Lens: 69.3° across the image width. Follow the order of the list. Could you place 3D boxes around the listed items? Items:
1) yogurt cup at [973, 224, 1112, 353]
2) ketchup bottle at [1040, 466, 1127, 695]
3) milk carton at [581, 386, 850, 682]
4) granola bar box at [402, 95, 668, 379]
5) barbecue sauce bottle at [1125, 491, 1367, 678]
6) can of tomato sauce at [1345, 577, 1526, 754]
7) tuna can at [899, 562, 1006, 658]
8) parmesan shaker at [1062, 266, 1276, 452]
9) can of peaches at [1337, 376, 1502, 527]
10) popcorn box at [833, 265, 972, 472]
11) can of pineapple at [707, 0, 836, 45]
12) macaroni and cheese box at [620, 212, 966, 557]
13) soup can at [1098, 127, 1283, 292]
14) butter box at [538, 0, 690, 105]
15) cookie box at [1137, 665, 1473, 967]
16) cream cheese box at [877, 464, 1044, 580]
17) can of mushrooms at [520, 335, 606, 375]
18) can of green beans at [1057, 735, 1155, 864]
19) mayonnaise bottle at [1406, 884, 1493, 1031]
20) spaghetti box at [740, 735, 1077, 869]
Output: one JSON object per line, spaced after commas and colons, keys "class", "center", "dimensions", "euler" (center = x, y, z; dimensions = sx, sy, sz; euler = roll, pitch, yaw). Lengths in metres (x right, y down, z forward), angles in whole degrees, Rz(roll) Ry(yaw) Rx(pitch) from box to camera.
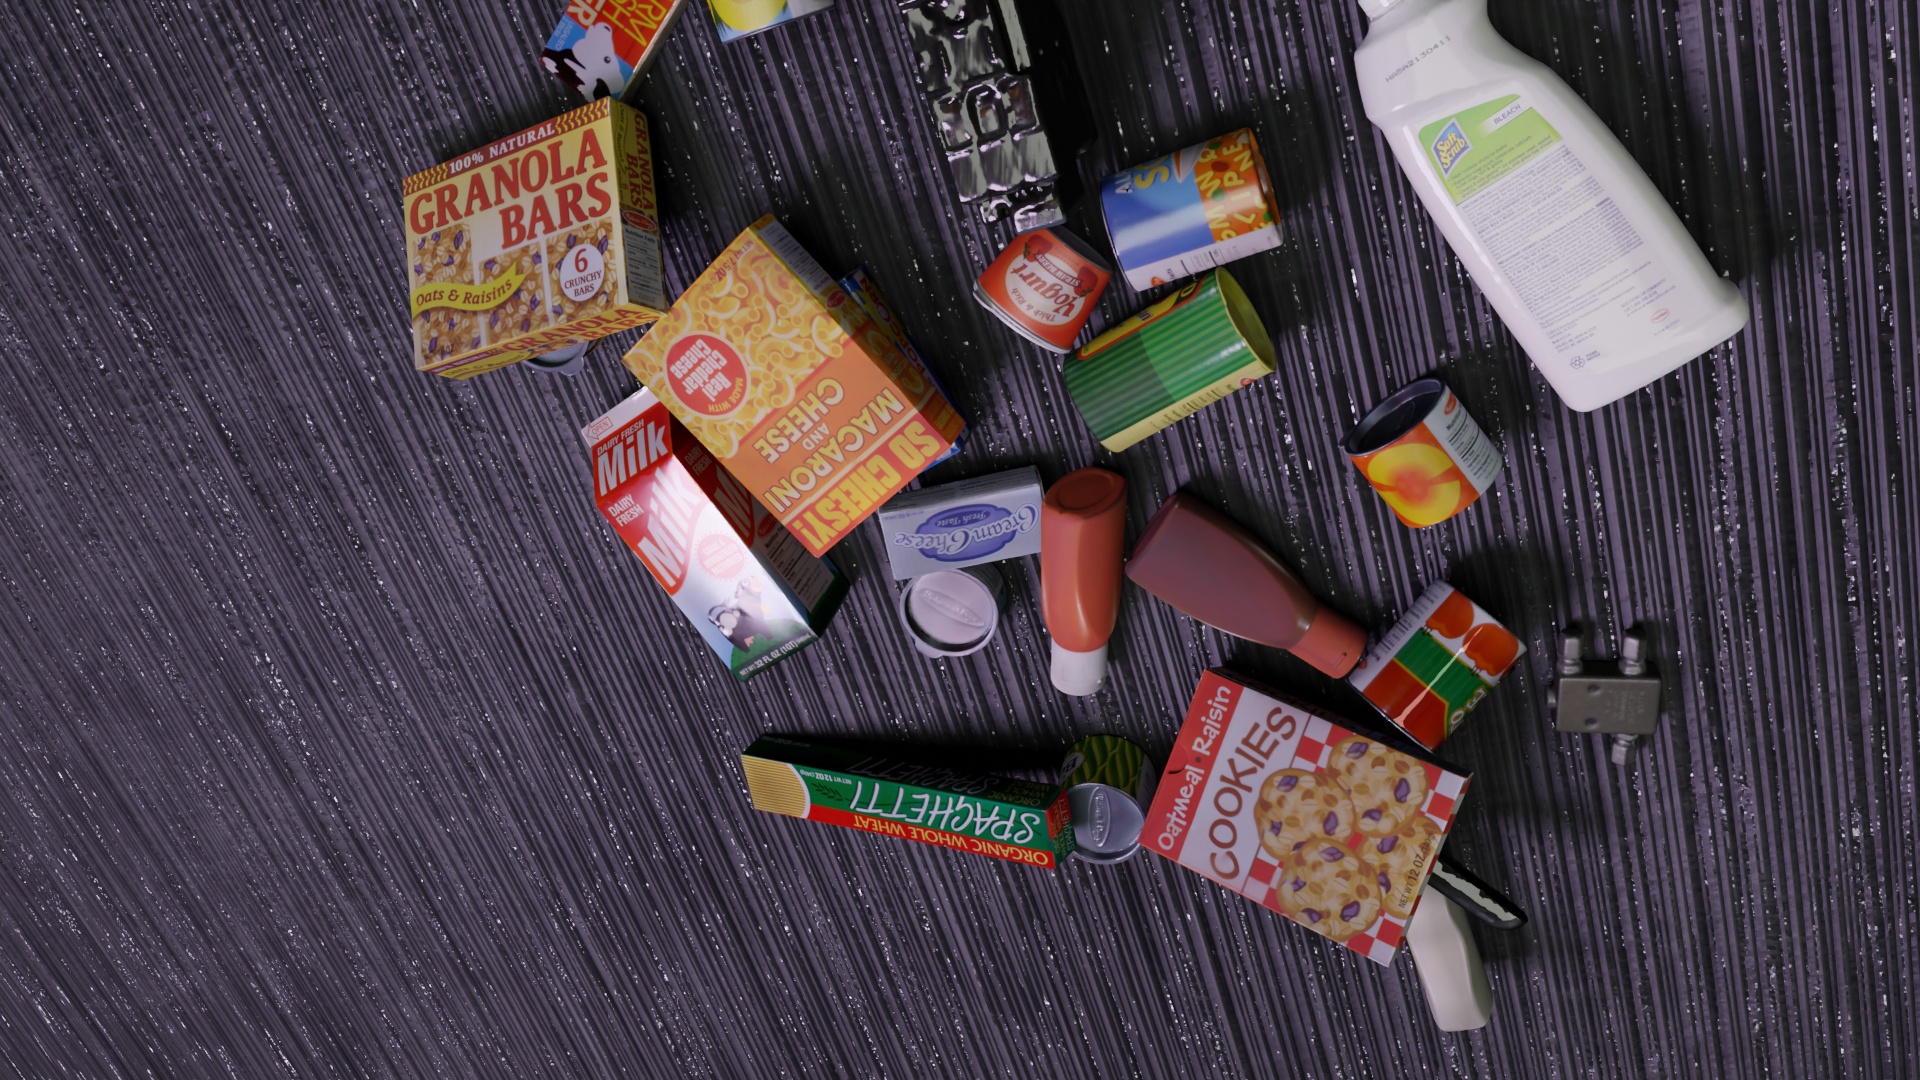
{"class": "yogurt cup", "center": [0.049, -0.147, 0.787], "dimensions": [0.072, 0.073, 0.053], "euler": [35, 111, -5]}
{"class": "ketchup bottle", "center": [0.076, 0.030, 0.871], "dimensions": [0.043, 0.065, 0.148], "euler": [20, 130, 28]}
{"class": "milk carton", "center": [-0.163, -0.011, 0.900], "dimensions": [0.072, 0.074, 0.190], "euler": [-29, 106, 25]}
{"class": "granola bar box", "center": [-0.253, -0.174, 0.820], "dimensions": [0.165, 0.039, 0.124], "euler": [-11, 82, 26]}
{"class": "barbecue sauce bottle", "center": [0.179, 0.032, 0.855], "dimensions": [0.148, 0.044, 0.064], "euler": [31, 116, -3]}
{"class": "can of tomato sauce", "center": [0.283, 0.075, 0.824], "dimensions": [0.071, 0.071, 0.083], "euler": [38, 98, -7]}
{"class": "tuna can", "center": [-0.005, 0.042, 0.910], "dimensions": [0.071, 0.033, 0.070], "euler": [6, 117, 11]}
{"class": "parmesan shaker", "center": [0.117, -0.101, 0.788], "dimensions": [0.103, 0.071, 0.071], "euler": [-28, 107, 24]}
{"class": "can of peaches", "center": [0.259, -0.048, 0.783], "dimensions": [0.071, 0.071, 0.058], "euler": [-36, 103, 26]}
{"class": "popcorn box", "center": [-0.063, -0.093, 0.855], "dimensions": [0.085, 0.038, 0.126], "euler": [-27, 107, 25]}
{"class": "can of pineapple", "center": [-0.108, -0.304, 0.746], "dimensions": [0.071, 0.071, 0.057], "euler": [-11, 112, 19]}
{"class": "macaroni and cheese box", "center": [-0.098, -0.089, 0.819], "dimensions": [0.123, 0.040, 0.166], "euler": [-38, 101, 28]}
{"class": "soup can", "center": [0.124, -0.181, 0.750], "dimensions": [0.083, 0.072, 0.071], "euler": [-16, 111, 20]}
{"class": "butter box", "center": [-0.193, -0.300, 0.792], "dimensions": [0.053, 0.024, 0.103], "euler": [38, 119, -7]}
{"class": "cookie box", "center": [0.209, 0.165, 0.857], "dimensions": [0.167, 0.040, 0.122], "euler": [23, 97, 25]}
{"class": "cream cheese box", "center": [0.003, -0.011, 0.867], "dimensions": [0.104, 0.024, 0.053], "euler": [-11, 127, 2]}
{"class": "can of mushrooms", "center": [-0.258, -0.141, 0.882], "dimensions": [0.071, 0.033, 0.070], "euler": [5, 116, 11]}
{"class": "can of green beans", "center": [0.096, 0.174, 0.936], "dimensions": [0.071, 0.058, 0.071], "euler": [6, 117, 11]}
{"class": "mayonnaise bottle", "center": [0.310, 0.245, 0.917], "dimensions": [0.041, 0.065, 0.148], "euler": [-18, 100, 23]}
{"class": "spaghetti box", "center": [-0.041, 0.176, 0.951], "dimensions": [0.250, 0.029, 0.050], "euler": [4, 118, 30]}
